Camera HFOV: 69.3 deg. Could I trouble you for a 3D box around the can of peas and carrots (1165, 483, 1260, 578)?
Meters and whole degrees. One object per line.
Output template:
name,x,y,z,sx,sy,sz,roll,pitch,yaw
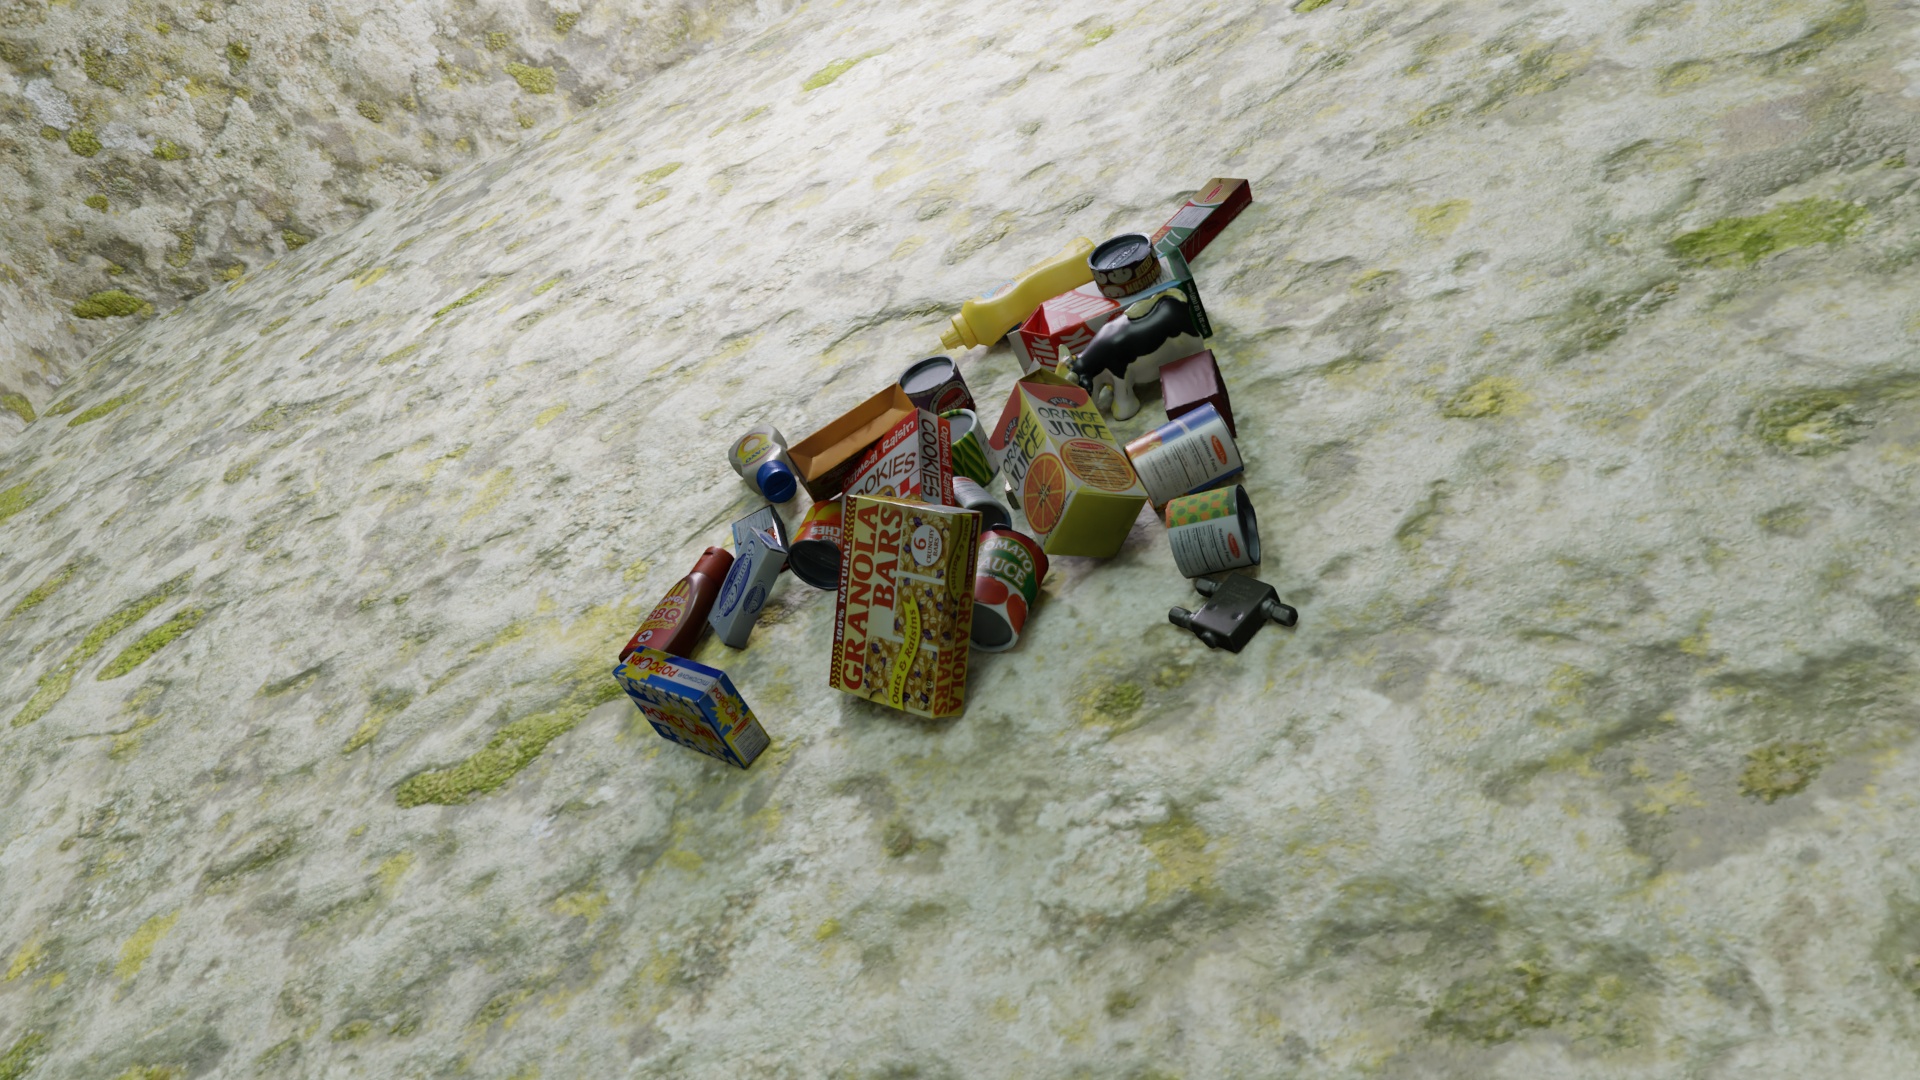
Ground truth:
can of peas and carrots,0.201,-0.008,1.102,0.058,0.070,0.071,-13,38,22

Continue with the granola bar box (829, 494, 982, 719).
granola bar box,-0.047,0.051,1.127,0.124,0.165,0.039,10,7,42

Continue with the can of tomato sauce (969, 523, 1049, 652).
can of tomato sauce,0.029,0.040,1.154,0.071,0.071,0.083,-3,42,32

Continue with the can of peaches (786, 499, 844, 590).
can of peaches,-0.122,0.002,1.306,0.071,0.071,0.058,-8,39,28

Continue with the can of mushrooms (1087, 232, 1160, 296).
can of mushrooms,0.162,-0.270,1.361,0.071,0.033,0.071,-18,35,13

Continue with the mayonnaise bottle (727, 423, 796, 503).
mayonnaise bottle,-0.206,-0.079,1.475,0.065,0.041,0.148,-36,27,-4

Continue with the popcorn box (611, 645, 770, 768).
popcorn box,-0.231,0.142,1.191,0.126,0.085,0.038,10,49,43

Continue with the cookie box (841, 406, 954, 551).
cookie box,-0.058,-0.019,1.234,0.122,0.040,0.168,-37,42,39

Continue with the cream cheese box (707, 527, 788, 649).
cream cheese box,-0.201,0.044,1.301,0.053,0.024,0.103,40,107,53

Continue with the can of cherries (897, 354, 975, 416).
can of cherries,-0.024,-0.150,1.441,0.071,0.058,0.072,-18,35,14

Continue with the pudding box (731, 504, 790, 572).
pudding box,-0.200,0.004,1.392,0.049,0.030,0.084,-26,35,2

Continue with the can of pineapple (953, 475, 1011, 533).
can of pineapple,0.004,-0.016,1.248,0.071,0.070,0.058,-35,35,-9

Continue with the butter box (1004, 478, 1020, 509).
butter box,0.091,-0.066,1.286,0.103,0.024,0.053,-17,38,17

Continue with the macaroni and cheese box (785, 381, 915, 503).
macaroni and cheese box,-0.103,-0.091,1.355,0.124,0.040,0.166,-33,-4,-6

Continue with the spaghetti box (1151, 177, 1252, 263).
spaghetti box,0.224,-0.312,1.502,0.050,0.028,0.251,18,56,46

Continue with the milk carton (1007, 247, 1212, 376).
milk carton,0.147,-0.215,1.395,0.190,0.072,0.074,-21,36,10

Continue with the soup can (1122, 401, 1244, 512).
soup can,0.190,-0.071,1.190,0.084,0.071,0.071,-26,35,4

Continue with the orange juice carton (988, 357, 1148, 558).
orange juice carton,0.084,-0.075,1.205,0.073,0.071,0.193,4,40,-27

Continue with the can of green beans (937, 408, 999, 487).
can of green beans,-0.003,-0.085,1.345,0.071,0.057,0.071,-19,36,14

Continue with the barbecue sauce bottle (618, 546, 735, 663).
barbecue sauce bottle,-0.267,0.069,1.344,0.065,0.043,0.149,-3,42,35
